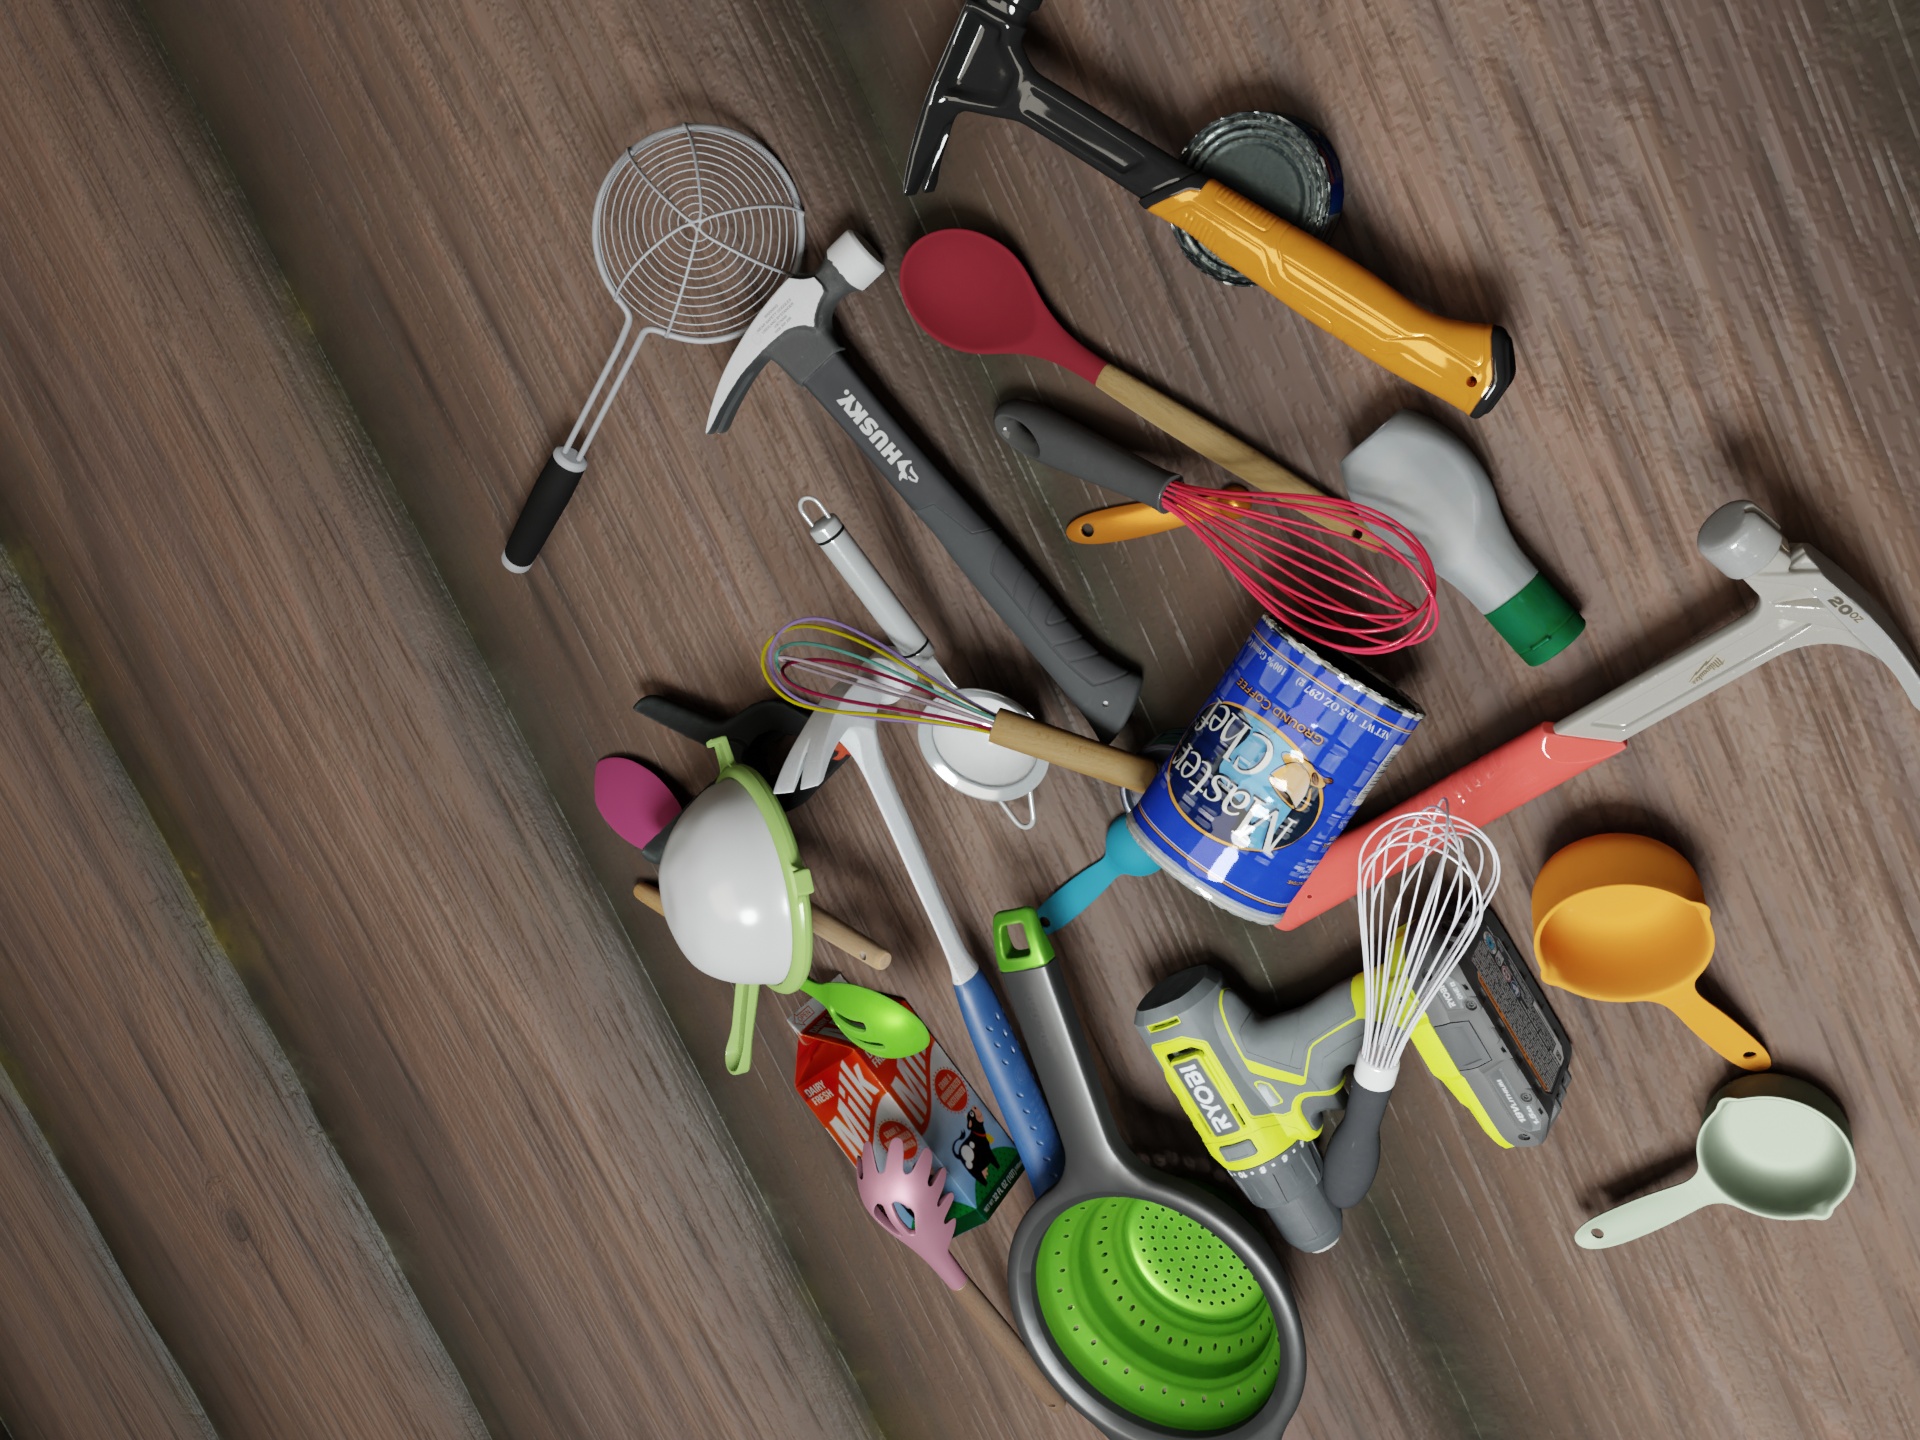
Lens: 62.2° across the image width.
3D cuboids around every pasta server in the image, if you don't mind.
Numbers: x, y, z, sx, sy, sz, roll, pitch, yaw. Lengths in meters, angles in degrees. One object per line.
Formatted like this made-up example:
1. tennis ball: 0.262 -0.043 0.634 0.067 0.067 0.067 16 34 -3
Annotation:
1. pasta server: 0.010 0.399 1.113 0.060 0.040 0.315 -13 128 23

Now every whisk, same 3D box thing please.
1. whisk: -0.002 -0.001 0.941 0.245 0.047 0.051 19 130 3
2. whisk: 0.130 -0.116 0.863 0.296 0.073 0.073 32 123 32
3. whisk: 0.229 0.161 0.850 0.070 0.070 0.284 19 126 21

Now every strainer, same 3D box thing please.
1. strainer: -0.160 0.148 1.036 0.152 0.069 0.256 51 143 42
2. strainer: -0.019 -0.038 0.971 0.087 0.050 0.258 -19 122 31

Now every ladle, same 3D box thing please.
1. ladle: 0.101 -0.182 0.893 0.315 0.031 0.069 34 125 11

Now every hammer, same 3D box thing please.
1. hammer: -0.004 0.160 1.042 0.035 0.144 0.405 -11 110 33
2. hammer: 0.125 -0.248 0.805 0.337 0.034 0.127 36 122 12
3. hammer: 0.306 0.030 0.845 0.149 0.037 0.359 36 132 -17
4. hammer: -0.011 -0.119 0.960 0.146 0.035 0.335 -40 91 16

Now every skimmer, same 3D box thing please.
1. skimmer: -0.223 -0.226 1.050 0.127 0.090 0.363 34 136 -10

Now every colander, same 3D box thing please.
1. colander: 0.114 0.295 1.041 0.204 0.094 0.397 -15 97 33

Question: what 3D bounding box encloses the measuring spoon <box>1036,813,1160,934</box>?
1. measuring spoon: 0.083 0.106 1.021 0.042 0.021 0.128 48 123 4

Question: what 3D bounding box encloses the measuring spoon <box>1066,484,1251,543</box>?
1. measuring spoon: 0.112 -0.117 0.921 0.117 0.011 0.021 -7 106 31

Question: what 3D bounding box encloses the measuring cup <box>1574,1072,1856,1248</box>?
1. measuring cup: 0.415 0.253 0.889 0.083 0.038 0.167 49 126 3

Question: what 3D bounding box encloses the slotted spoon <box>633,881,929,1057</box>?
1. slotted spoon: -0.139 0.168 1.111 0.314 0.031 0.070 19 146 44

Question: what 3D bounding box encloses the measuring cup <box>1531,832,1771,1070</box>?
1. measuring cup: 0.379 0.126 0.857 0.173 0.052 0.095 38 128 -19

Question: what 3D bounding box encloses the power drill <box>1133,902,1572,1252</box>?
1. power drill: 0.237 0.217 0.950 0.228 0.080 0.190 -29 94 37

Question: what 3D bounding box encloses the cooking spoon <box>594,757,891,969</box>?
1. cooking spoon: -0.164 0.101 1.112 0.319 0.017 0.068 24 119 37
